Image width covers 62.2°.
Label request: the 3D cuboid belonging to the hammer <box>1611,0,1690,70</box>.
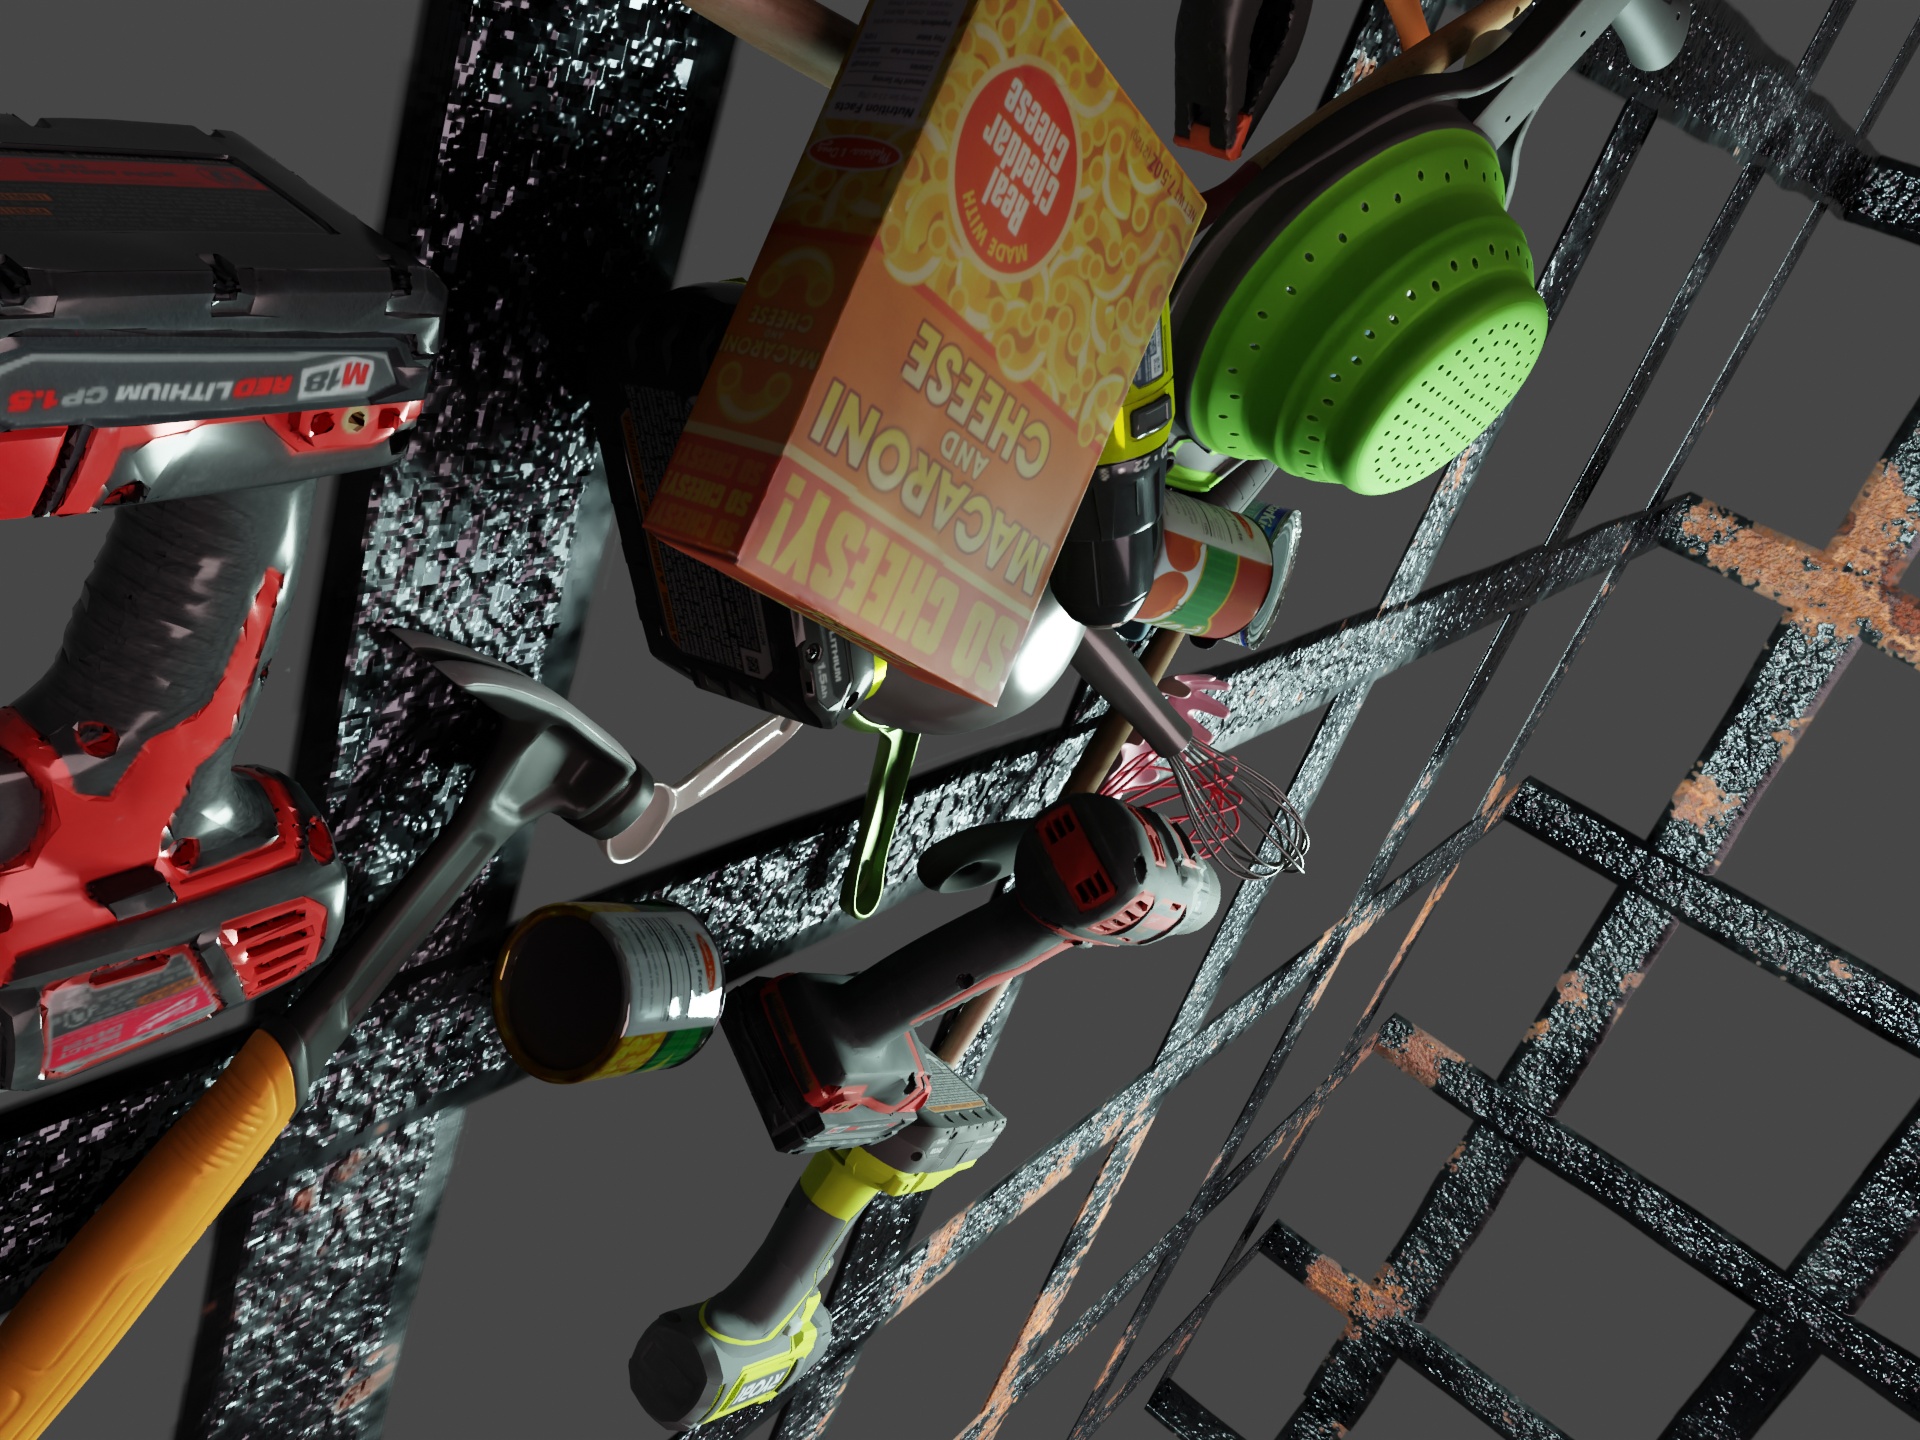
[{"bbox_3d":[0.260,-0.357,0.691,0.334,0.035,0.146,4,100,-53],"label":"hammer"}]

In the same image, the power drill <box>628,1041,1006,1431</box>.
[{"bbox_3d":[-0.077,0.298,0.925,0.223,0.080,0.171,-55,155,6],"label":"power drill"}]

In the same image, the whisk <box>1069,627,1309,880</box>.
[{"bbox_3d":[0.111,0.008,0.831,0.055,0.055,0.238,-51,119,-13],"label":"whisk"}]

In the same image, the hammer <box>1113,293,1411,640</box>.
[{"bbox_3d":[0.188,-0.177,0.888,0.331,0.033,0.128,-50,153,-14],"label":"hammer"}]

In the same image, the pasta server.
[{"bbox_3d":[0.066,0.101,0.991,0.060,0.040,0.316,21,102,-51],"label":"pasta server"}]

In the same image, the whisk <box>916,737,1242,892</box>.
[{"bbox_3d":[0.073,0.056,0.856,0.295,0.073,0.073,-9,128,-52],"label":"whisk"}]

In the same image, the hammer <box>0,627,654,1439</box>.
[{"bbox_3d":[-0.229,0.125,0.489,0.337,0.034,0.127,-53,156,-8],"label":"hammer"}]

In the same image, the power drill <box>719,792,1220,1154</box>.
[{"bbox_3d":[0.019,0.117,0.764,0.226,0.080,0.187,-34,158,14],"label":"power drill"}]

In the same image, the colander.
[{"bbox_3d":[0.237,-0.225,0.672,0.397,0.095,0.204,-48,153,22],"label":"colander"}]

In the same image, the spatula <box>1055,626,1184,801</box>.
[{"bbox_3d":[0.051,0.048,0.922,0.317,0.044,0.082,-59,155,-7],"label":"spatula"}]

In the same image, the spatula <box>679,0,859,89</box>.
[{"bbox_3d":[-0.050,-0.178,0.405,0.315,0.018,0.059,7,115,-48],"label":"spatula"}]

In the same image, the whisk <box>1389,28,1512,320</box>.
[{"bbox_3d":[0.243,-0.238,0.806,0.246,0.058,0.059,87,8,-58],"label":"whisk"}]

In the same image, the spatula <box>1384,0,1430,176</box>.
[{"bbox_3d":[0.235,-0.302,0.781,0.081,0.041,0.322,-46,144,-9],"label":"spatula"}]

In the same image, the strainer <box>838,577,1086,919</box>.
[{"bbox_3d":[-0.001,-0.002,0.707,0.151,0.069,0.256,-24,138,-50],"label":"strainer"}]

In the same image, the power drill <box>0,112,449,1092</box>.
[{"bbox_3d":[-0.197,-0.009,0.344,0.143,0.079,0.219,-21,140,-51],"label":"power drill"}]

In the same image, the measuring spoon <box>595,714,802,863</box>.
[{"bbox_3d":[-0.101,0.017,0.623,0.124,0.018,0.034,-37,149,-50],"label":"measuring spoon"}]

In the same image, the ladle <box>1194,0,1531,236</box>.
[{"bbox_3d":[0.146,-0.248,0.688,0.315,0.031,0.069,-38,156,-19],"label":"ladle"}]

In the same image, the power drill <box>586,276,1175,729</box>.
[{"bbox_3d":[-0.004,-0.090,0.547,0.228,0.080,0.190,-34,128,-40],"label":"power drill"}]
